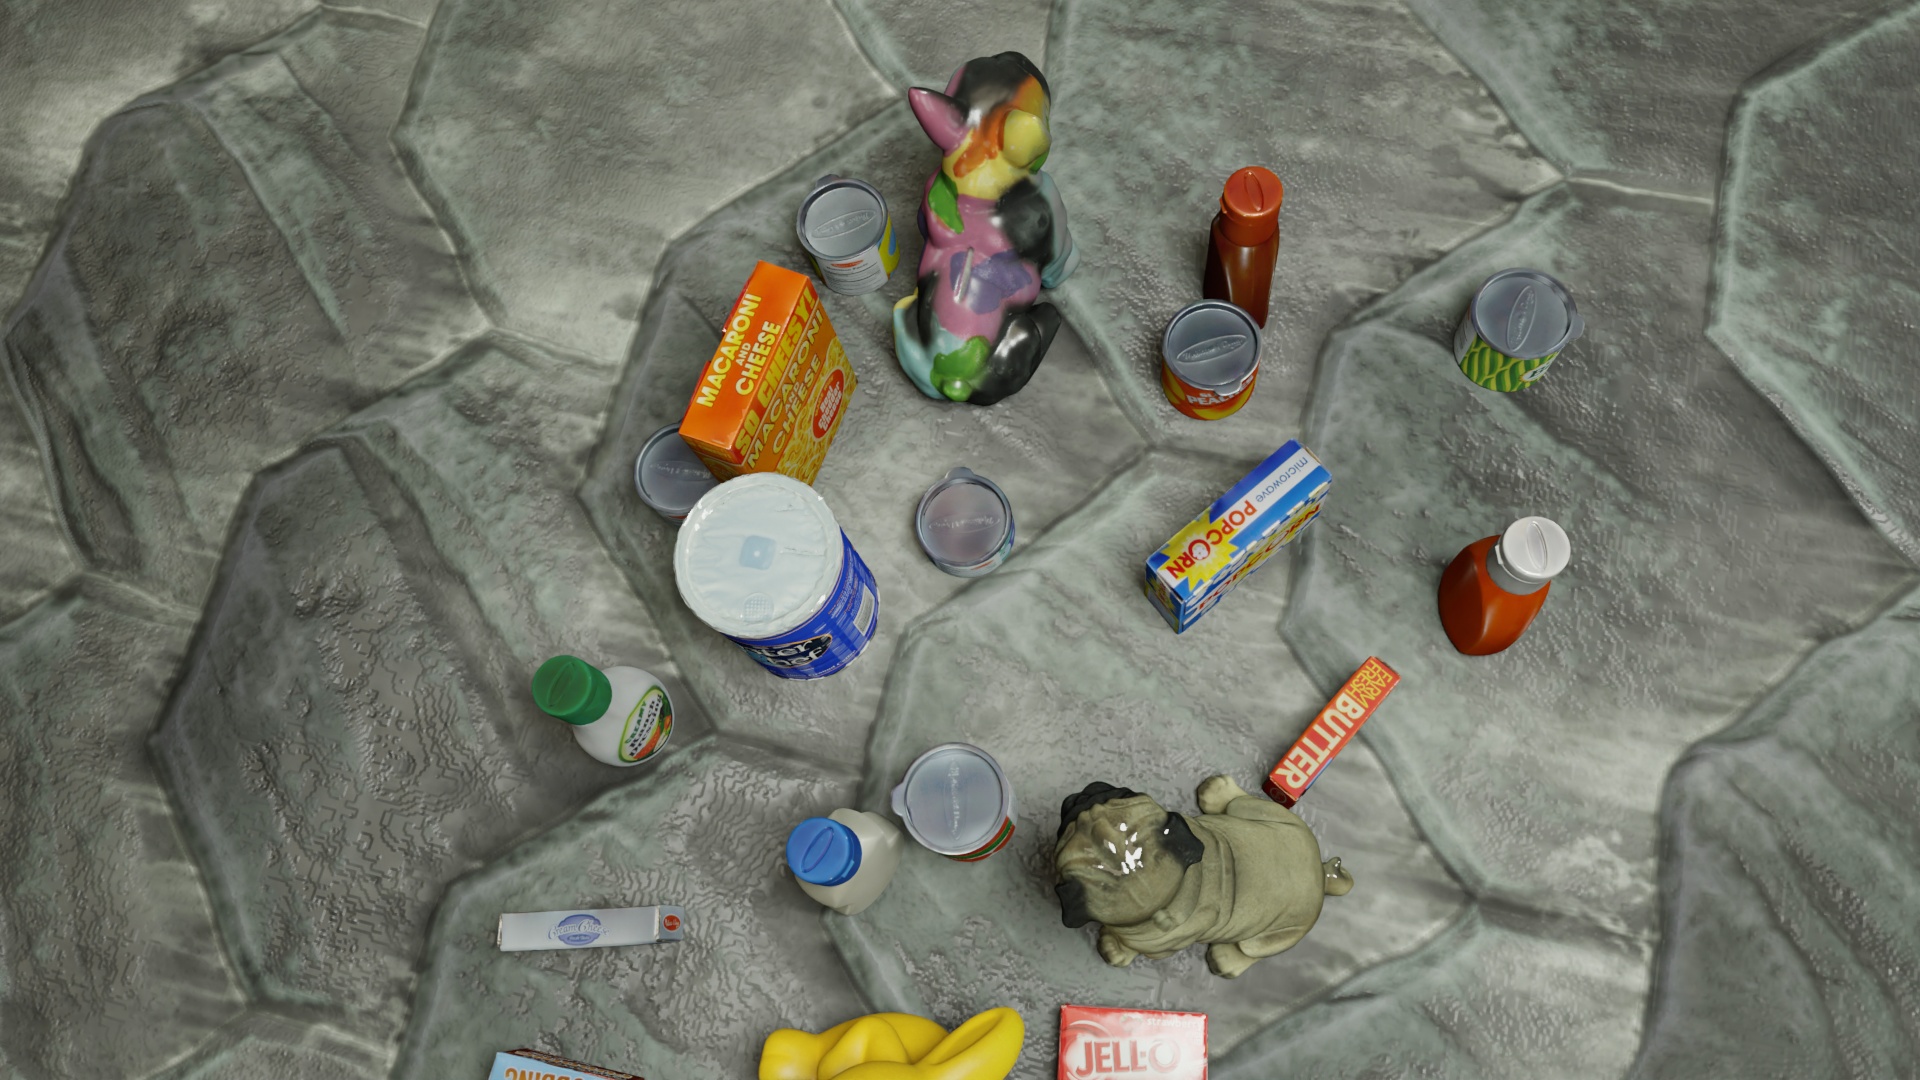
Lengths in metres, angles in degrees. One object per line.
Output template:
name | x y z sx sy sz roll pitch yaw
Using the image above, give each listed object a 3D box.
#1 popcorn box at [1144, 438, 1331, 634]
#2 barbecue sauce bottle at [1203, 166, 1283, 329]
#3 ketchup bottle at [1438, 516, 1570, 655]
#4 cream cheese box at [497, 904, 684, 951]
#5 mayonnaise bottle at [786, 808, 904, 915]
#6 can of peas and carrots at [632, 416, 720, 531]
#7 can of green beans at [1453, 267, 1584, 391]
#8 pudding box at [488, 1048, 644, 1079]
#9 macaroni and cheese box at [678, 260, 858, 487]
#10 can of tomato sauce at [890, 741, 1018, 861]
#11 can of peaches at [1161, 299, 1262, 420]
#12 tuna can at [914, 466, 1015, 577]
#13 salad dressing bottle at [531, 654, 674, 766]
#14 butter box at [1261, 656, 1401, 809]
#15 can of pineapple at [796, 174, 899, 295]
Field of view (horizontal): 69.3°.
popcorn box | 0.177 -0.001 0.894 0.127 0.085 0.038 -39 73 -6
barbecue sauce bottle | 0.187 -0.193 0.920 0.044 0.148 0.065 -12 72 3
ketchup bottle | 0.325 0.025 0.835 0.043 0.148 0.065 -7 73 5
cream cheese box | -0.233 0.246 0.881 0.104 0.053 0.024 -5 73 5
mayonnaise bottle | -0.070 0.190 0.830 0.041 0.147 0.065 30 79 14
can of peas and carrots | -0.185 -0.044 0.964 0.071 0.058 0.071 -2 73 6
can of green beans | 0.370 -0.140 0.929 0.071 0.057 0.071 -2 73 6
pudding box | -0.244 0.338 0.856 0.084 0.049 0.030 10 75 10
macaroni and cheese box | -0.123 -0.090 0.914 0.040 0.166 0.124 19 76 12
can of tomato sauce | -0.001 0.165 0.864 0.071 0.083 0.071 -2 73 6
can of peaches | 0.171 -0.120 0.946 0.071 0.058 0.071 -2 73 6
tuna can | 0.003 -0.012 0.945 0.071 0.032 0.071 -2 73 6
salad dressing bottle | -0.224 0.105 0.875 0.044 0.147 0.064 22 77 13
butter box | 0.230 0.120 0.867 0.024 0.053 0.103 40 81 16
can of pineapple | -0.080 -0.221 1.007 0.071 0.057 0.071 -2 73 6
